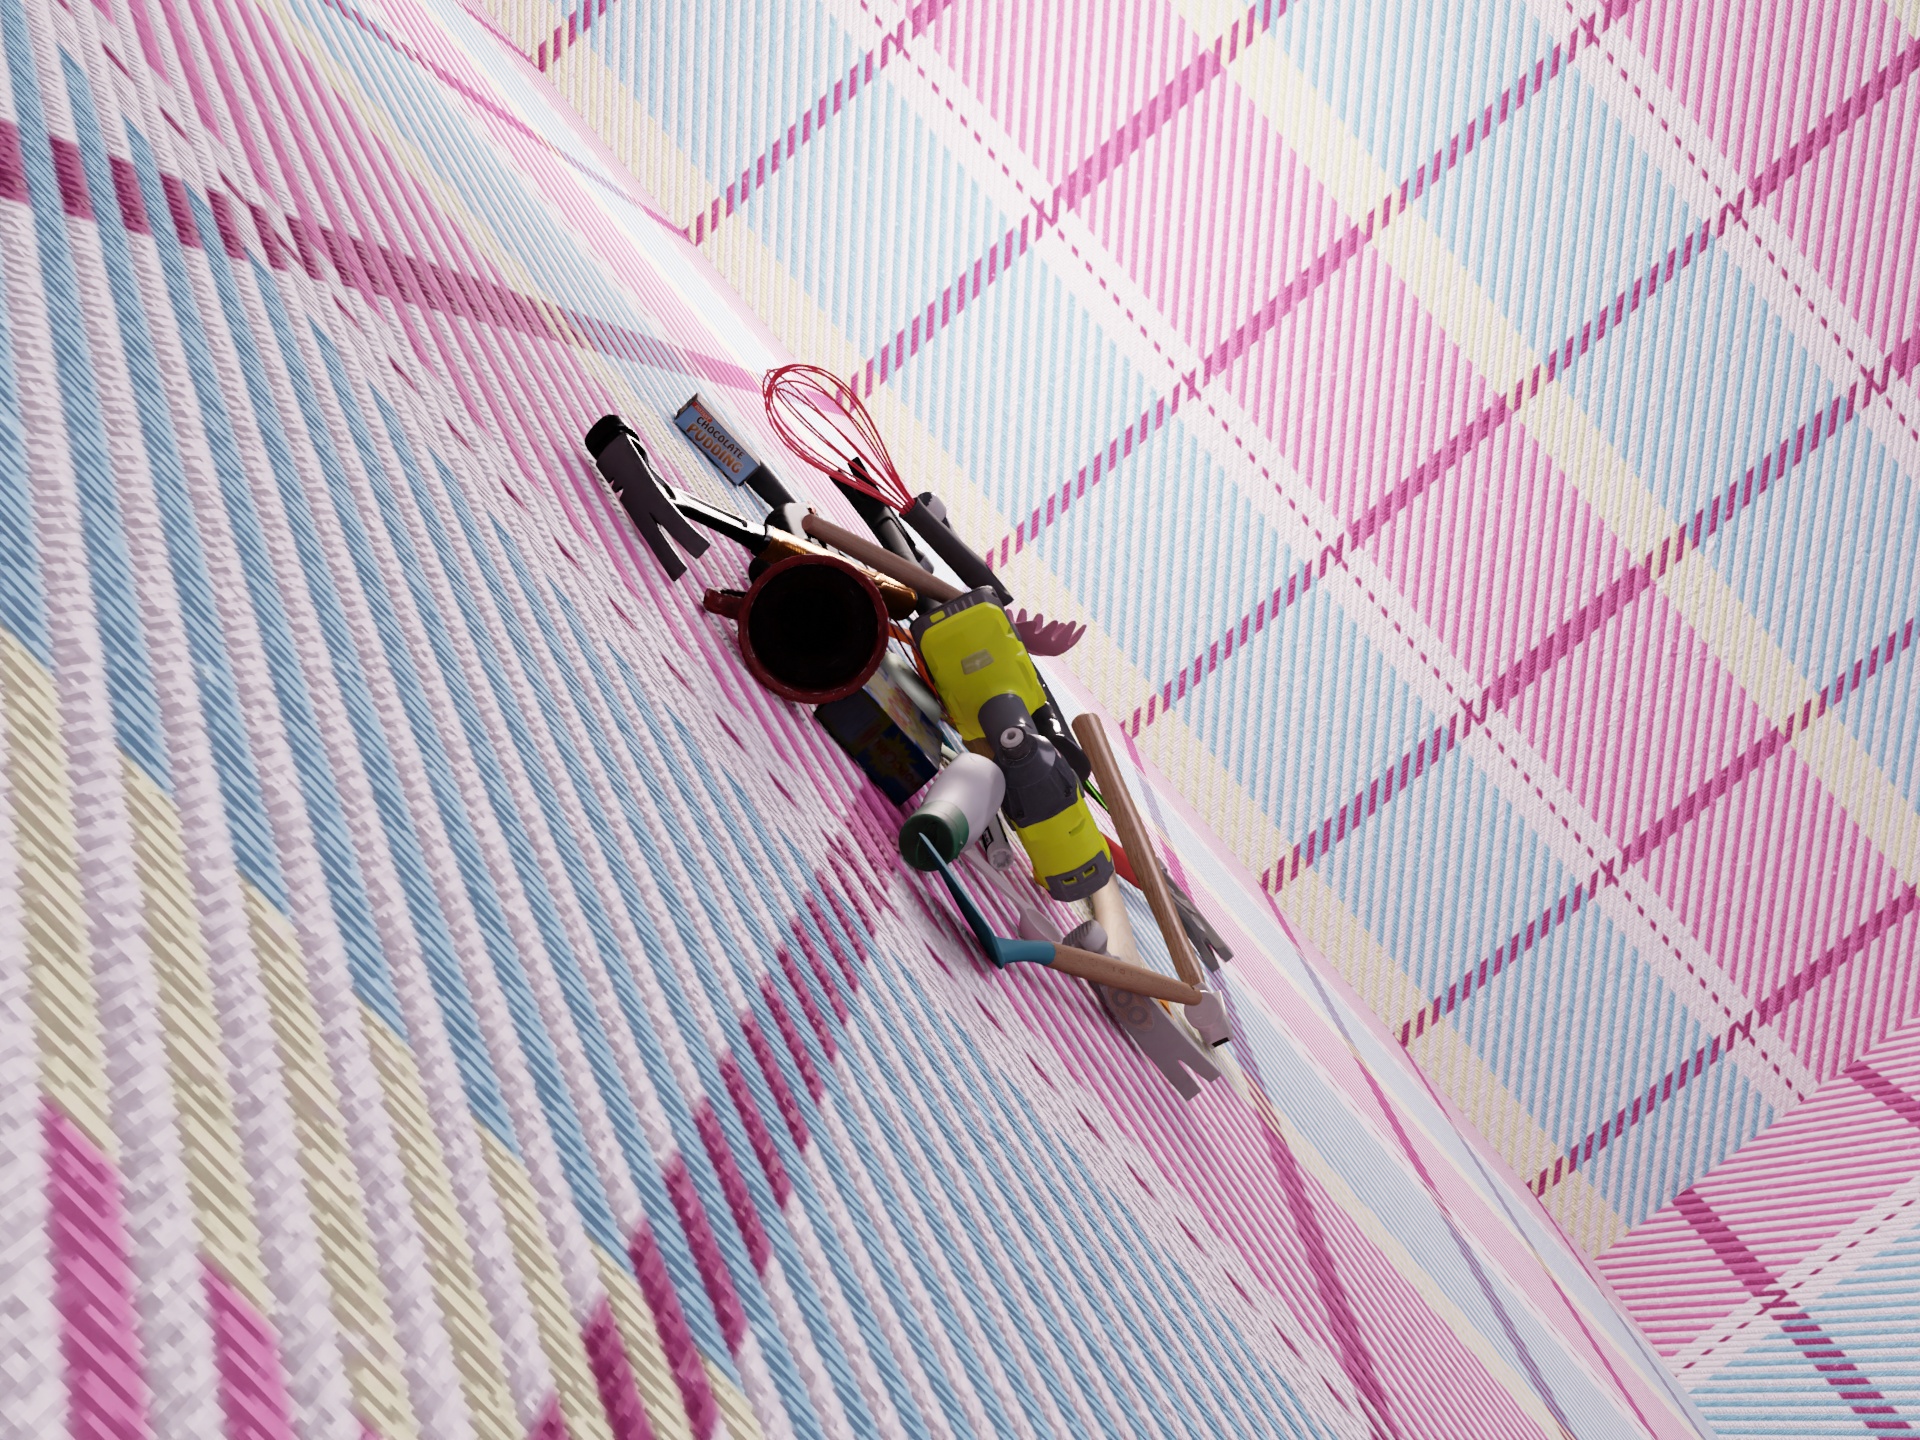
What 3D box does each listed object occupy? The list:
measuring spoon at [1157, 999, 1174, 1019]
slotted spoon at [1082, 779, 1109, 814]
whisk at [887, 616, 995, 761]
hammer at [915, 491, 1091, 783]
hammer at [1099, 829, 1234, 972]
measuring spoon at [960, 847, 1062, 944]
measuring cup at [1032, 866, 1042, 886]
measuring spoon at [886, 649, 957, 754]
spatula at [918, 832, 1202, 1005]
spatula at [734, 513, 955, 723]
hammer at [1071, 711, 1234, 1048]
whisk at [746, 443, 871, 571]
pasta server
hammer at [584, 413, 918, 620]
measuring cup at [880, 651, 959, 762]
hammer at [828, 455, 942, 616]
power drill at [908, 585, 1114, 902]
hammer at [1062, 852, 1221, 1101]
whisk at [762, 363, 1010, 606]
[{"bbox_3d":[0.161,0.227,1.312,0.021,0.011,0.117,51,4,-4],"label":"measuring spoon"},{"bbox_3d":[0.090,0.024,1.498,0.313,0.031,0.070,50,8,-12],"label":"slotted spoon"},{"bbox_3d":[-0.001,-0.006,1.389,0.244,0.051,0.047,51,24,-22],"label":"whisk"},{"bbox_3d":[0.044,-0.068,1.450,0.149,0.036,0.409,48,10,-35],"label":"hammer"},{"bbox_3d":[0.173,0.155,1.621,0.149,0.036,0.358,54,9,34],"label":"hammer"},{"bbox_3d":[0.020,0.113,1.079,0.124,0.018,0.034,44,13,13],"label":"measuring spoon"},{"bbox_3d":[0.068,0.104,1.299,0.029,0.062,0.156,12,-1,-7],"label":"measuring cup"},{"bbox_3d":[-0.040,-0.009,1.331,0.128,0.021,0.042,55,4,-22],"label":"measuring spoon"},{"bbox_3d":[0.077,0.146,1.010,0.317,0.044,0.082,24,20,-48],"label":"spatula"},{"bbox_3d":[-0.095,-0.090,1.382,0.322,0.041,0.081,35,15,-46],"label":"spatula"},{"bbox_3d":[0.169,0.137,1.420,0.130,0.031,0.332,54,13,-61],"label":"hammer"},{"bbox_3d":[-0.144,-0.185,1.480,0.239,0.055,0.055,47,7,16],"label":"whisk"},{"bbox_3d":[-0.008,-0.107,1.255,0.060,0.040,0.316,18,-4,43],"label":"pasta server"},{"bbox_3d":[-0.123,-0.117,1.133,0.127,0.034,0.336,54,17,26],"label":"hammer"},{"bbox_3d":[-0.023,-0.002,1.275,0.167,0.038,0.083,37,14,-48],"label":"measuring cup"},{"bbox_3d":[-0.047,-0.138,1.427,0.146,0.035,0.335,54,4,-25],"label":"hammer"},{"bbox_3d":[0.038,0.008,1.194,0.171,0.080,0.223,62,2,-46],"label":"power drill"},{"bbox_3d":[0.130,0.173,1.300,0.146,0.038,0.411,49,7,-7],"label":"hammer"},{"bbox_3d":[-0.057,-0.194,1.347,0.295,0.073,0.073,43,10,-25],"label":"whisk"}]
